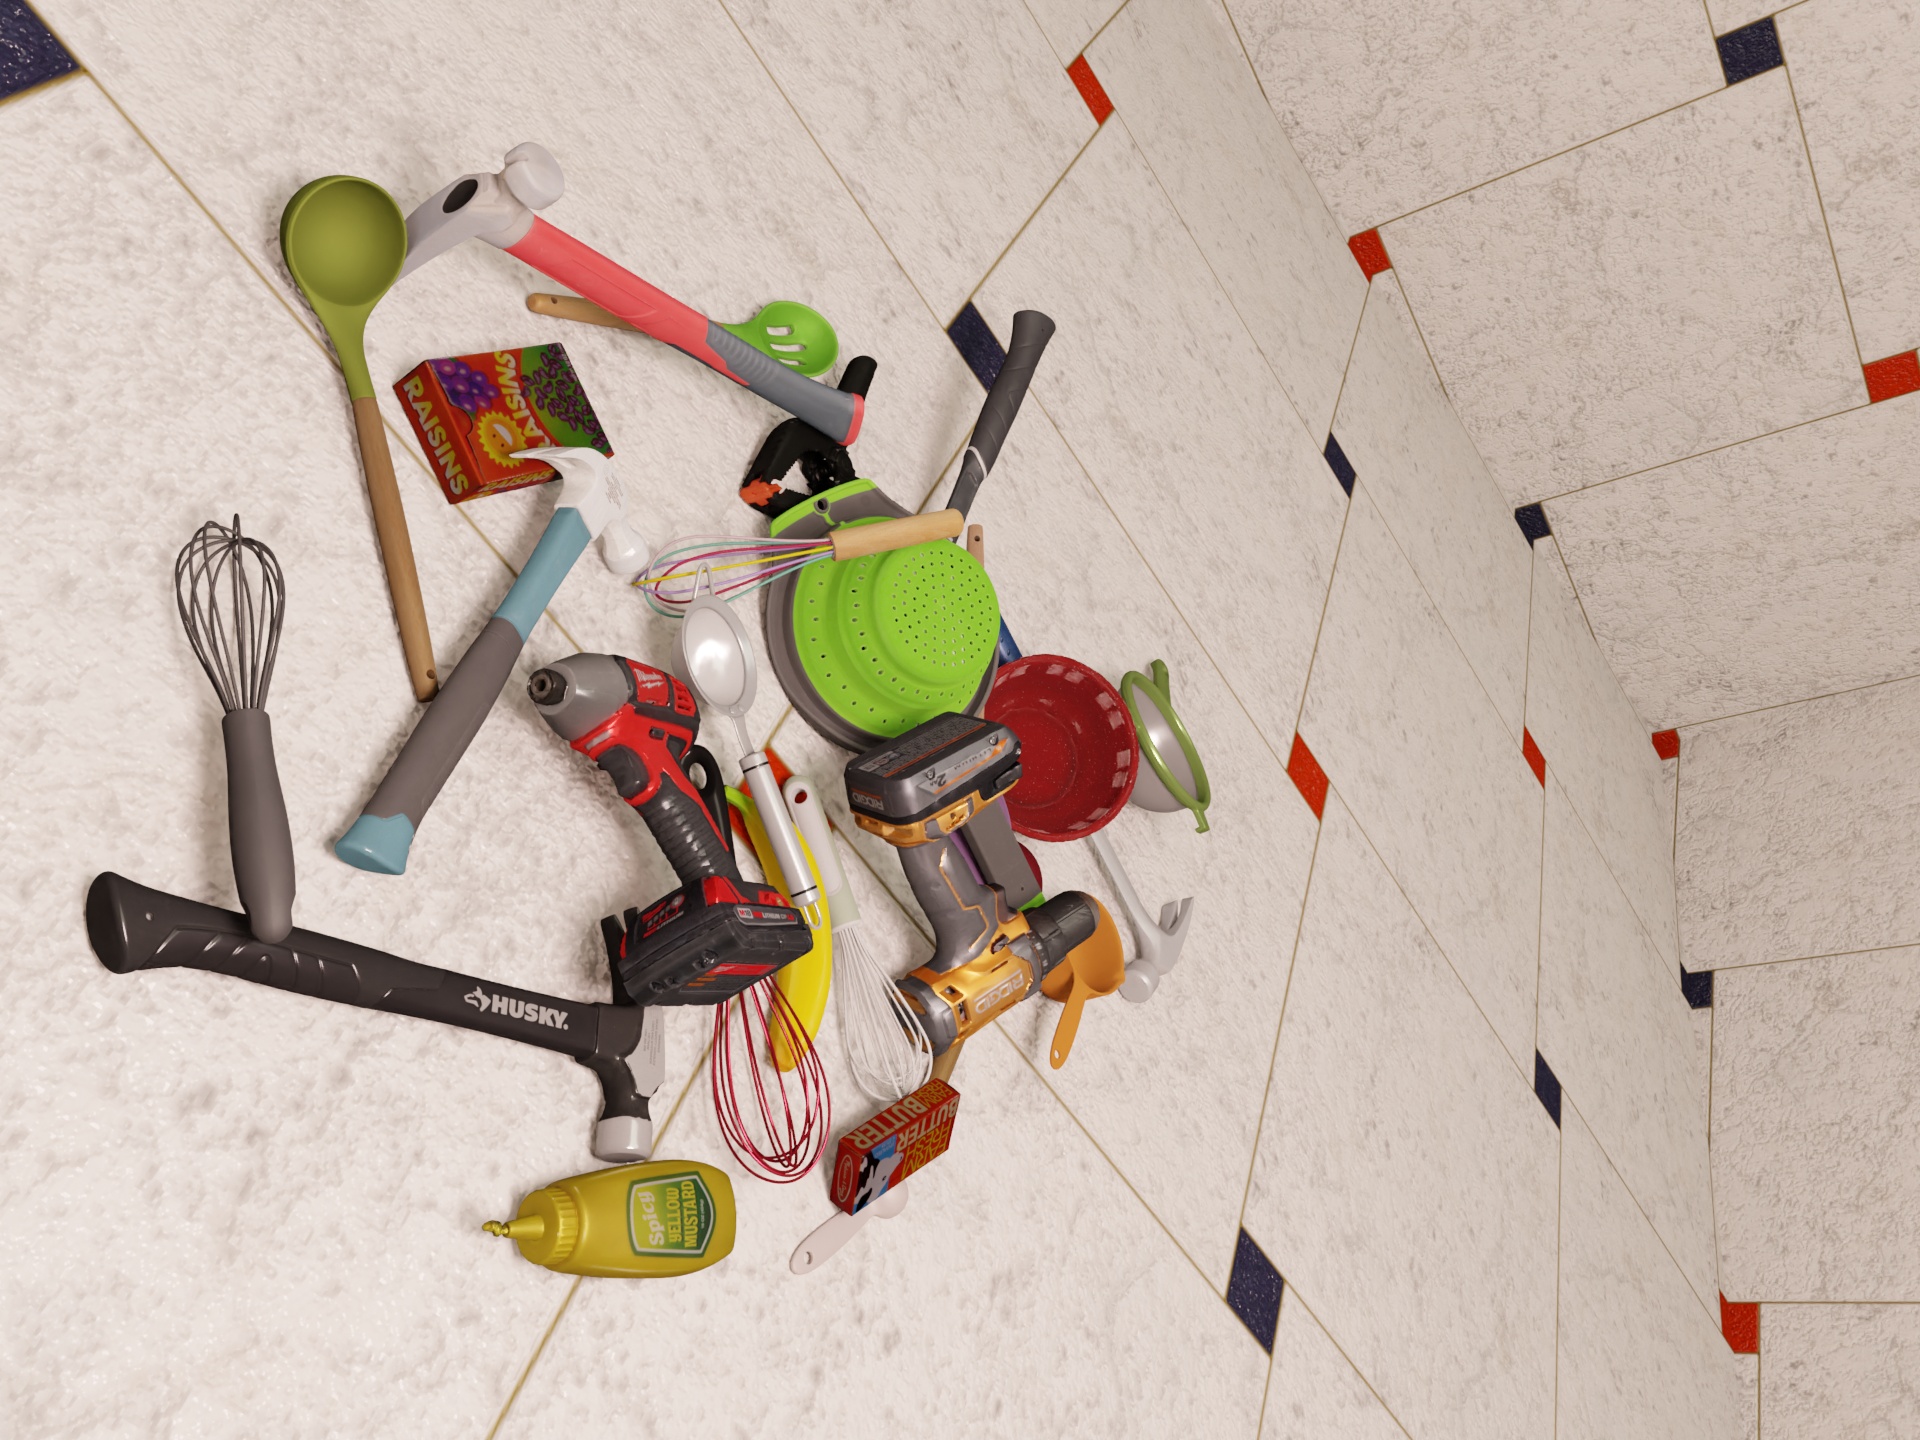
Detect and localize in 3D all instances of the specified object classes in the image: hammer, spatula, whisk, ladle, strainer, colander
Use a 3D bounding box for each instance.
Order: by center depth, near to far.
[{"bbox_3d":[-0.359,-0.001,0.802,0.055,0.055,0.239,13,53,-51],"label":"whisk"},{"bbox_3d":[-0.293,0.138,0.849,0.334,0.035,0.146,28,51,-44],"label":"hammer"},{"bbox_3d":[-0.341,-0.169,0.942,0.078,0.062,0.320,-5,78,-53],"label":"ladle"},{"bbox_3d":[-0.276,-0.041,0.951,0.128,0.033,0.331,74,26,-45],"label":"hammer"},{"bbox_3d":[-0.143,0.151,1.030,0.073,0.073,0.296,10,58,-52],"label":"whisk"},{"bbox_3d":[-0.145,0.022,1.076,0.087,0.050,0.258,-17,84,-66],"label":"strainer"},{"bbox_3d":[-0.111,-0.118,1.128,0.245,0.047,0.051,-14,68,-18],"label":"whisk"},{"bbox_3d":[-0.210,-0.273,1.129,0.386,0.143,0.038,21,56,-53],"label":"hammer"},{"bbox_3d":[-0.079,0.154,1.129,0.059,0.058,0.246,76,-6,-79],"label":"whisk"},{"bbox_3d":[-0.002,-0.004,1.222,0.204,0.094,0.397,-31,99,-33],"label":"colander"},{"bbox_3d":[0.011,0.203,1.242,0.069,0.031,0.316,43,42,-16],"label":"ladle"},{"bbox_3d":[0.013,-0.010,1.308,0.059,0.018,0.316,4,77,-17],"label":"spatula"},{"bbox_3d":[0.011,-0.205,1.384,0.149,0.036,0.409,42,55,-33],"label":"hammer"},{"bbox_3d":[0.099,0.049,1.444,0.405,0.035,0.144,62,34,-8],"label":"hammer"},{"bbox_3d":[0.178,0.009,1.568,0.151,0.069,0.256,53,19,-18],"label":"strainer"}]

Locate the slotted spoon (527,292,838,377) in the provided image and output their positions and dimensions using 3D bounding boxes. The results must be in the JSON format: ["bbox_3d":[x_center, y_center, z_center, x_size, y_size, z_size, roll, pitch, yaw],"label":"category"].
[{"bbox_3d":[-0.207,-0.306,1.233,0.313,0.031,0.070,-9,78,-54],"label":"slotted spoon"}]

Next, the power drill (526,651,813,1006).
[{"bbox_3d":[-0.184,0.058,0.962,0.220,0.078,0.143,63,14,18],"label":"power drill"}]

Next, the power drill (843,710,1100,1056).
[{"bbox_3d":[0.017,0.109,1.168,0.185,0.084,0.226,-27,115,-33],"label":"power drill"}]

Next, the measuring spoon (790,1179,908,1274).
[{"bbox_3d":[-0.070,0.334,1.059,0.124,0.018,0.034,-22,90,-56],"label":"measuring spoon"}]

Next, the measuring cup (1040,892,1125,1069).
[{"bbox_3d":[0.080,0.220,1.306,0.095,0.052,0.174,51,39,-24],"label":"measuring cup"}]
